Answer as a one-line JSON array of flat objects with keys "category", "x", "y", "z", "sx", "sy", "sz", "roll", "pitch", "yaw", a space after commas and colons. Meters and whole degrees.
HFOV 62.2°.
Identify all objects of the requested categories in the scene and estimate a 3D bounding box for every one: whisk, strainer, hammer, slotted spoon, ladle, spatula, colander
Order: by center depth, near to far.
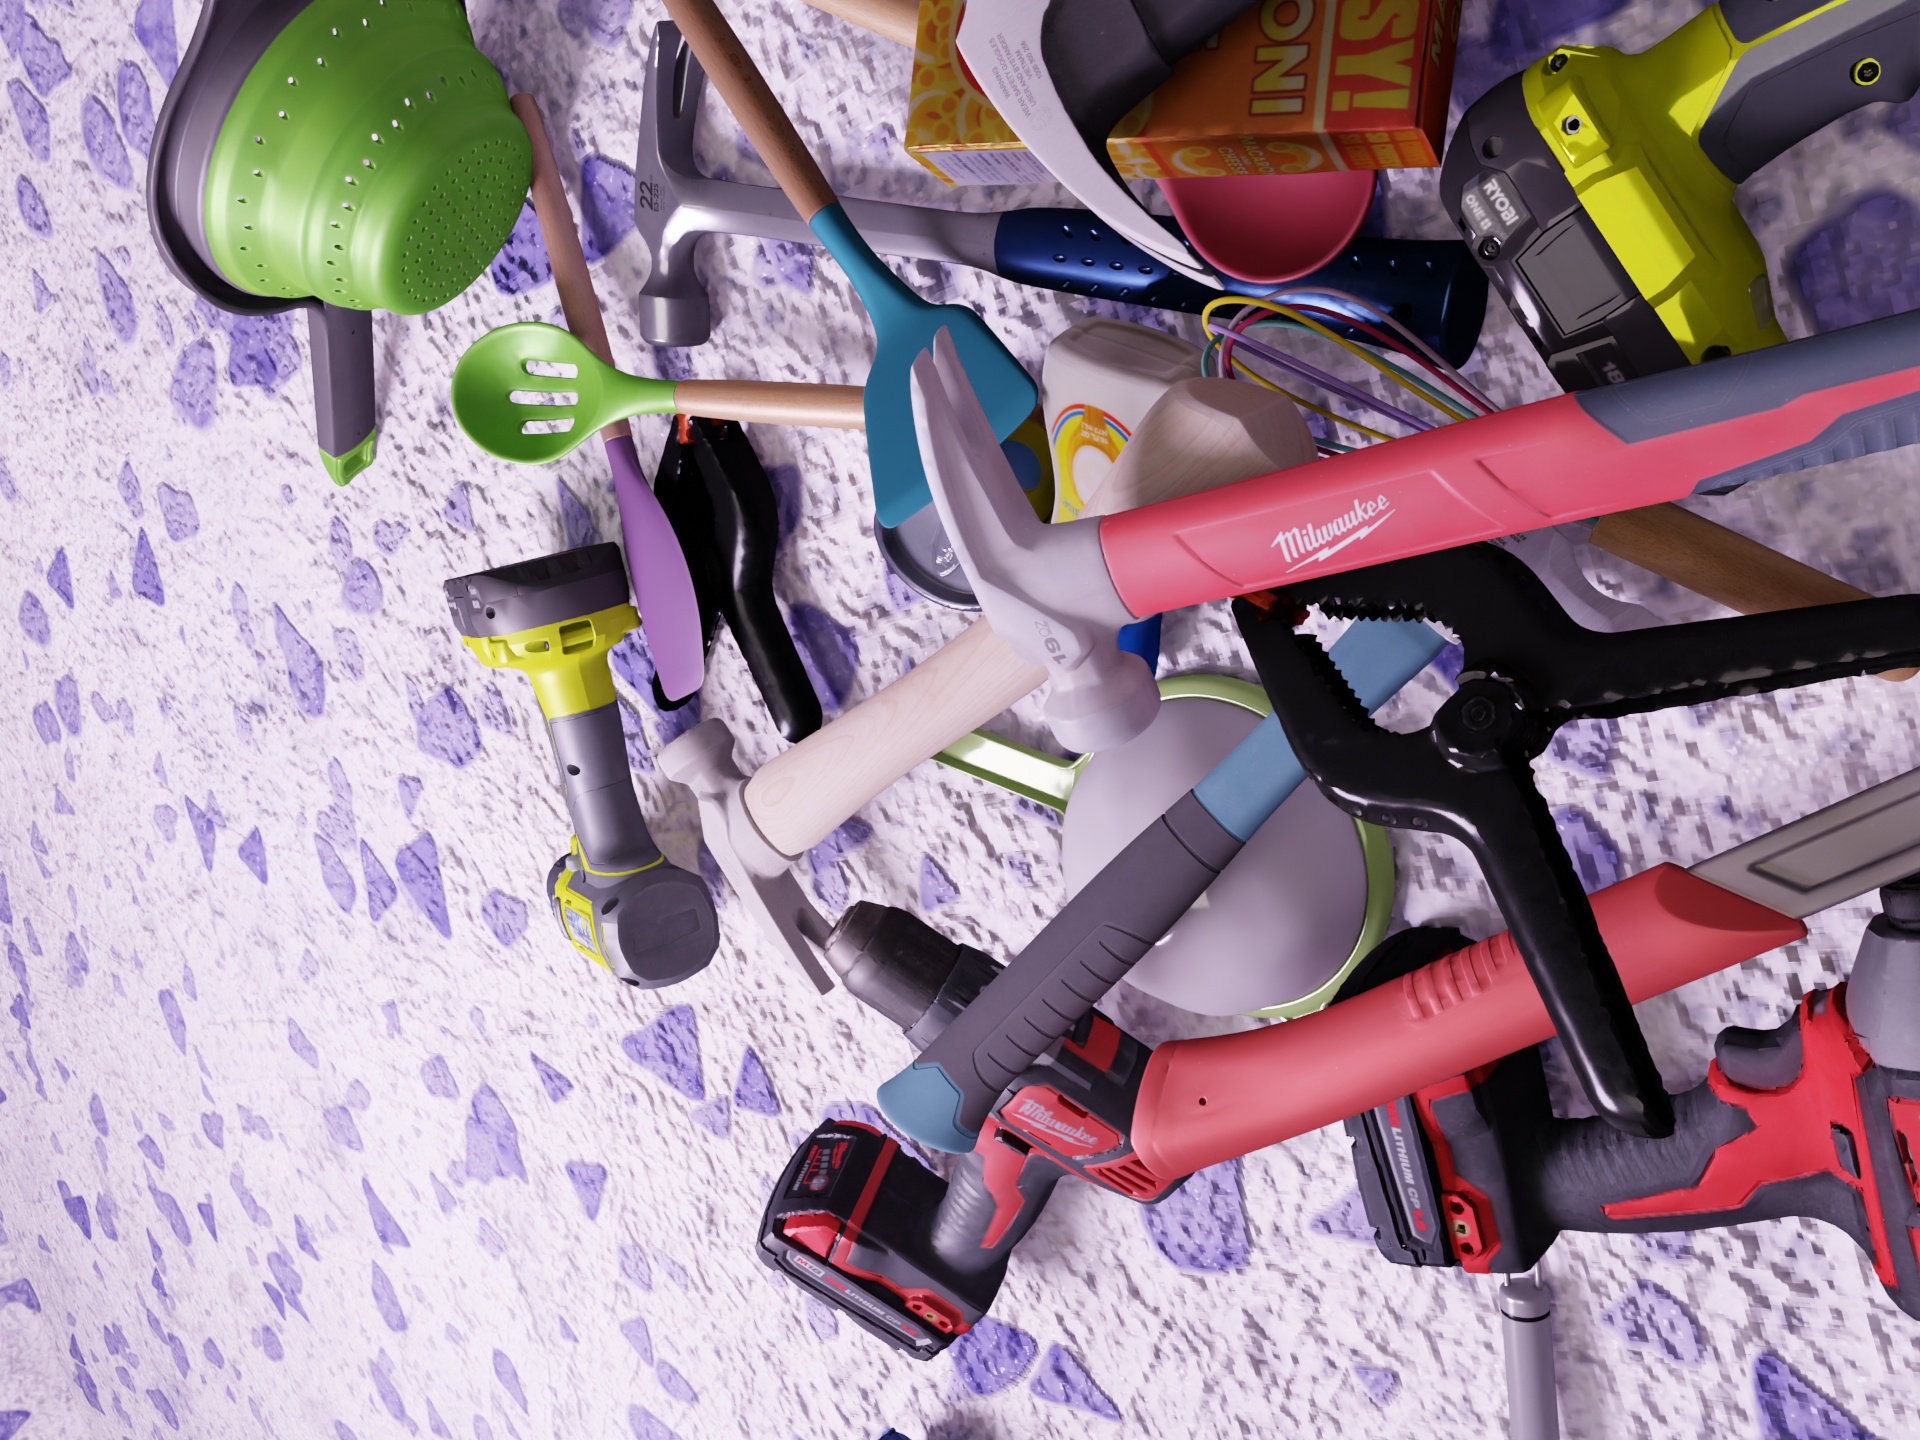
[{"category": "hammer", "x": 0.172, "y": -0.086, "z": 0.415, "sx": 0.386, "sy": 0.038, "sz": 0.143, "roll": -12, "pitch": 121, "yaw": 28}, {"category": "hammer", "x": 0.150, "y": -0.251, "z": 0.415, "sx": 0.335, "sy": 0.035, "sz": 0.146, "roll": -29, "pitch": 76, "yaw": 22}, {"category": "hammer", "x": 0.207, "y": 0.078, "z": 0.488, "sx": 0.359, "sy": 0.036, "sz": 0.149, "roll": -32, "pitch": 71, "yaw": 29}, {"category": "whisk", "x": 0.183, "y": -0.076, "z": 0.502, "sx": 0.245, "sy": 0.051, "sz": 0.047, "roll": 29, "pitch": 140, "yaw": 14}, {"category": "ladle", "x": 0.013, "y": -0.237, "z": 0.571, "sx": 0.316, "sy": 0.031, "sz": 0.069, "roll": 33, "pitch": 115, "yaw": 24}, {"category": "hammer", "x": 0.086, "y": 0.045, "z": 0.584, "sx": 0.331, "sy": 0.033, "sz": 0.128, "roll": -48, "pitch": 68, "yaw": 17}, {"category": "hammer", "x": 0.010, "y": -0.197, "z": 0.635, "sx": 0.406, "sy": 0.035, "sz": 0.144, "roll": 19, "pitch": 119, "yaw": 35}, {"category": "spatula", "x": -0.072, "y": -0.226, "z": 0.639, "sx": 0.082, "sy": 0.044, "sz": 0.317, "roll": -37, "pitch": 80, "yaw": 26}, {"category": "strainer", "x": 0.238, "y": 0.331, "z": 0.643, "sx": 0.087, "sy": 0.050, "sz": 0.258, "roll": -1, "pitch": 100, "yaw": 35}, {"category": "hammer", "x": -0.001, "y": -0.002, "z": 0.645, "sx": 0.146, "sy": 0.038, "sz": 0.410, "roll": 57, "pitch": 141, "yaw": 2}, {"category": "strainer", "x": 0.051, "y": 0.045, "z": 0.671, "sx": 0.256, "sy": 0.069, "sz": 0.151, "roll": 21, "pitch": 120, "yaw": 32}, {"category": "slotted spoon", "x": -0.106, "y": -0.145, "z": 0.729, "sx": 0.314, "sy": 0.031, "sz": 0.070, "roll": 8, "pitch": 95, "yaw": 26}, {"category": "spatula", "x": -0.177, "y": -0.165, "z": 0.794, "sx": 0.060, "sy": 0.018, "sz": 0.316, "roll": -22, "pitch": 83, "yaw": 52}, {"category": "colander", "x": -0.296, "y": -0.226, "z": 0.827, "sx": 0.094, "sy": 0.204, "sz": 0.397, "roll": 36, "pitch": 148, "yaw": 2}]

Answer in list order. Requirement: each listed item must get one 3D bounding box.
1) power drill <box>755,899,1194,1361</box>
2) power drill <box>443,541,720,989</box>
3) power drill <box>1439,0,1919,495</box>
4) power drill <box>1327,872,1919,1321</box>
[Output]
[{"category": "power drill", "x": -0.015, "y": 0.190, "z": 0.745, "sx": 0.188, "sy": 0.080, "sz": 0.226, "roll": 34, "pitch": 129, "yaw": -4}, {"category": "power drill", "x": -0.209, "y": 0.025, "z": 0.869, "sx": 0.191, "sy": 0.080, "sz": 0.228, "roll": 6, "pitch": 112, "yaw": 62}, {"category": "power drill", "x": 0.257, "y": -0.161, "z": 0.409, "sx": 0.223, "sy": 0.080, "sz": 0.171, "roll": -34, "pitch": 88, "yaw": 40}, {"category": "power drill", "x": 0.243, "y": 0.124, "z": 0.534, "sx": 0.220, "sy": 0.078, "sz": 0.143, "roll": -8, "pitch": 101, "yaw": 40}]
